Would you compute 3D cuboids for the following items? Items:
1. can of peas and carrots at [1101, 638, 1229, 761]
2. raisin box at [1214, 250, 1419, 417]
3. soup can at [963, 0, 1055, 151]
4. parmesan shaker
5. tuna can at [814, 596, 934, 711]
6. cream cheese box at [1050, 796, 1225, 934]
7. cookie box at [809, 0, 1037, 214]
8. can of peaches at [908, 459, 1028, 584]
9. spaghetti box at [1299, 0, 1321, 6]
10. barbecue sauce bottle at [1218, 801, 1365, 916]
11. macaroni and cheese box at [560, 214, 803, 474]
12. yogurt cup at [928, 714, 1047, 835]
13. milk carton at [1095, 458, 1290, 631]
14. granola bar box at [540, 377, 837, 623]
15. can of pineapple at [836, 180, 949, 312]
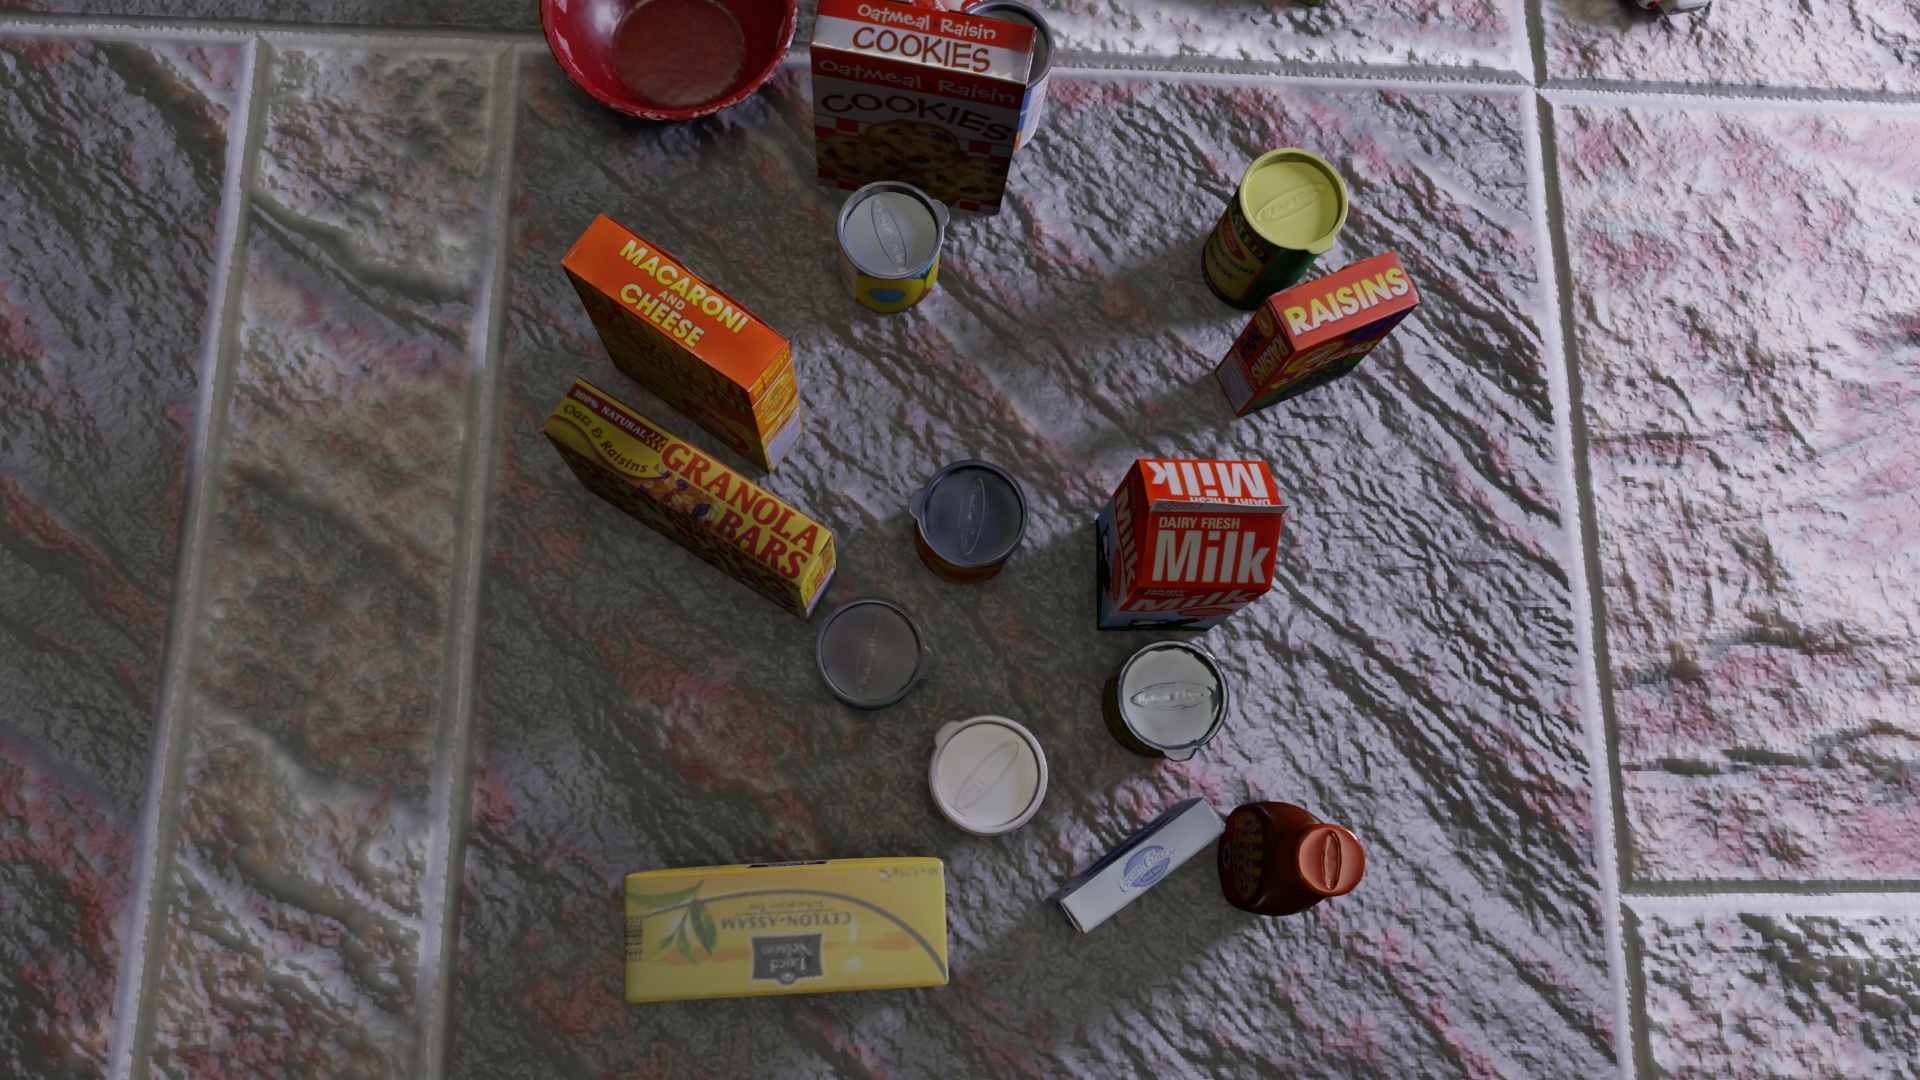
[{"bbox_3d":[0.121,0.098,0.827,0.071,0.058,0.071,1,77,-4],"label":"can of peas and carrots"},{"bbox_3d":[0.216,-0.125,0.853,0.086,0.123,0.040,-21,80,-9],"label":"raisin box"},{"bbox_3d":[0.021,-0.298,0.898,0.071,0.083,0.071,1,77,-4],"label":"soup can"},{"bbox_3d":[0.196,-0.191,0.877,0.071,0.103,0.071,1,77,-4],"label":"parmesan shaker"},{"bbox_3d":[-0.052,0.069,0.834,0.071,0.032,0.071,1,77,-4],"label":"tuna can"},{"bbox_3d":[0.102,0.188,0.807,0.104,0.053,0.024,-33,82,-11],"label":"cream cheese box"},{"bbox_3d":[-0.026,-0.261,0.843,0.123,0.167,0.040,9,77,-2],"label":"cookie box"},{"bbox_3d":[0.003,-0.011,0.844,0.071,0.058,0.071,1,77,-4],"label":"can of peaches"},{"bbox_3d":[0.141,-0.432,0.956,0.250,0.050,0.029,20,77,0],"label":"spaghetti box"},{"bbox_3d":[0.181,0.176,0.767,0.044,0.148,0.065,6,77,-3],"label":"barbecue sauce bottle"},{"bbox_3d":[-0.153,-0.108,0.799,0.124,0.166,0.040,34,77,4],"label":"macaroni and cheese box"},{"bbox_3d":[0.014,0.138,0.812,0.072,0.054,0.072,1,77,-4],"label":"yogurt cup"},{"bbox_3d":[0.125,0.002,0.782,0.072,0.190,0.073,1,77,-4],"label":"milk carton"},{"bbox_3d":[-0.150,-0.020,0.800,0.165,0.124,0.039,31,77,3],"label":"granola bar box"},{"bbox_3d":[-0.043,-0.185,0.881,0.071,0.057,0.071,1,77,-4],"label":"can of pineapple"}]
